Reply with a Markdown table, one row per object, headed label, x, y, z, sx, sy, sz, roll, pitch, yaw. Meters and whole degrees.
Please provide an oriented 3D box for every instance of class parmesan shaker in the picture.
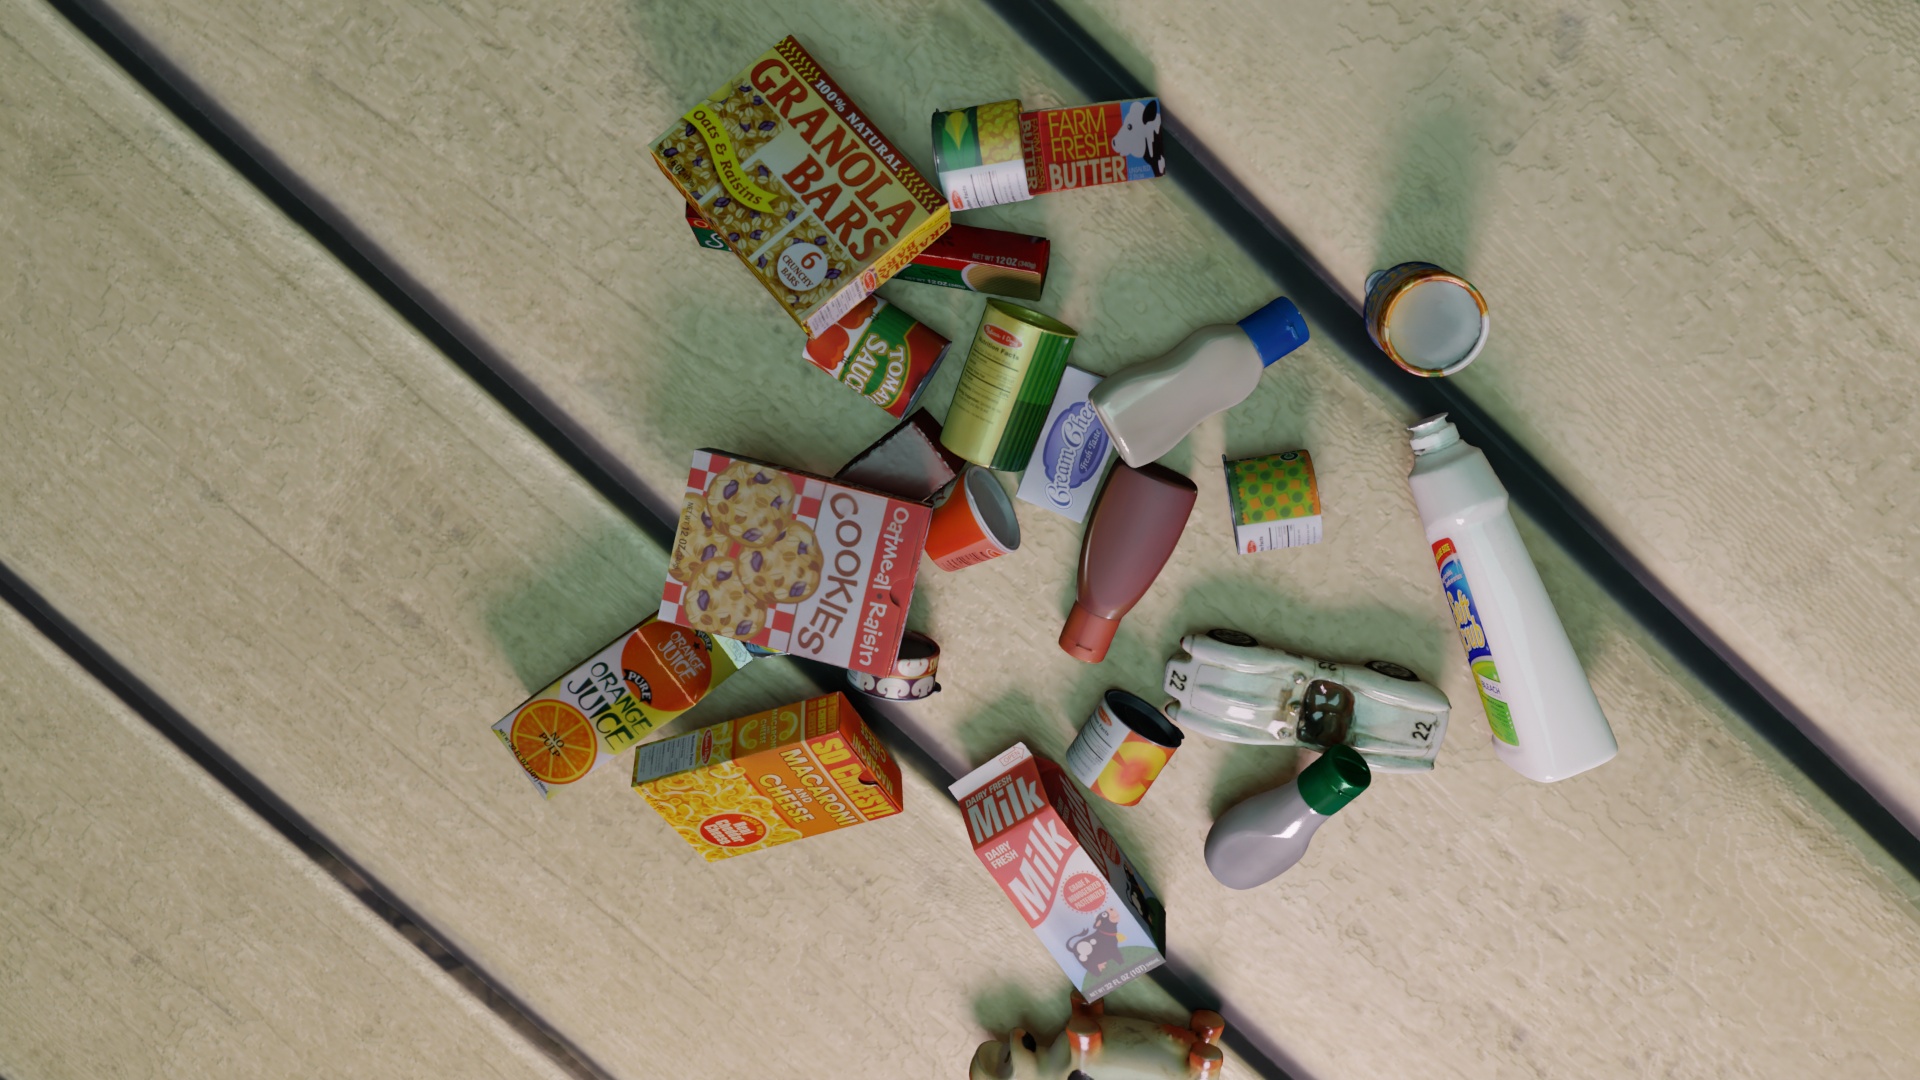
| label | x | y | z | sx | sy | sz | roll | pitch | yaw |
| --- | --- | --- | --- | --- | --- | --- | --- | --- | --- |
| parmesan shaker | 0.030 | -0.108 | 0.961 | 0.071 | 0.071 | 0.102 | 21 | 108 | 2 |

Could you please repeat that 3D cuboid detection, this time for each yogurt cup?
| label | x | y | z | sx | sy | sz | roll | pitch | yaw |
| --- | --- | --- | --- | --- | --- | --- | --- | --- | --- |
| yogurt cup | 0.004 | -0.012 | 0.991 | 0.054 | 0.073 | 0.072 | -27 | 100 | 22 |

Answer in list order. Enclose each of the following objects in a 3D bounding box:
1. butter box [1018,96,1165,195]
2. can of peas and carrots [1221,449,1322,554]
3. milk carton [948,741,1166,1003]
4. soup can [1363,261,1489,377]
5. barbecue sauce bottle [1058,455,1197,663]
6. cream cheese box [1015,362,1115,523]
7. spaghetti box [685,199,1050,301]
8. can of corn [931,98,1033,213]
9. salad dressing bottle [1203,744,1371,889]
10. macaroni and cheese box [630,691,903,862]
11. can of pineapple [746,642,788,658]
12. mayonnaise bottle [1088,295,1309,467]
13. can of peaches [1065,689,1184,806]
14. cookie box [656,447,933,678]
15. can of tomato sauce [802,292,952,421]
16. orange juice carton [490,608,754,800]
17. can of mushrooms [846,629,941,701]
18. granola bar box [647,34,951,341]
| label | x | y | z | sx | sy | sz | roll | pitch | yaw |
| --- | --- | --- | --- | --- | --- | --- | --- | --- | --- |
| butter box | 0.086 | -0.256 | 0.901 | 0.104 | 0.024 | 0.053 | -17 | 107 | -32 |
| can of peas and carrots | 0.214 | -0.029 | 0.956 | 0.059 | 0.071 | 0.070 | -9 | 104 | 10 |
| milk carton | 0.073 | 0.242 | 1.045 | 0.072 | 0.074 | 0.190 | -35 | 98 | 15 |
| soup can | 0.299 | -0.146 | 0.902 | 0.071 | 0.084 | 0.071 | 2 | 106 | 8 |
| barbecue sauce bottle | 0.113 | 0.016 | 0.993 | 0.065 | 0.044 | 0.148 | 22 | 108 | 1 |
| cream cheese box | 0.081 | -0.069 | 0.984 | 0.053 | 0.024 | 0.103 | 21 | 107 | 3 |
| spaghetti box | -0.064 | -0.205 | 0.952 | 0.250 | 0.050 | 0.029 | 10 | 77 | 5 |
| can of corn | 0.016 | -0.257 | 0.921 | 0.058 | 0.071 | 0.071 | -7 | 104 | 9 |
| salad dressing bottle | 0.234 | 0.199 | 0.998 | 0.064 | 0.044 | 0.147 | 24 | 132 | -16 |
| macaroni and cheese box | -0.142 | 0.181 | 1.046 | 0.166 | 0.040 | 0.123 | -16 | 136 | 12 |
| can of pineapple | -0.130 | 0.048 | 1.022 | 0.071 | 0.071 | 0.057 | -7 | 104 | 10 |
| mayonnaise bottle | 0.163 | -0.112 | 0.939 | 0.148 | 0.041 | 0.064 | -31 | 116 | 2 |
| can of peaches | 0.121 | 0.153 | 1.019 | 0.071 | 0.071 | 0.058 | 31 | 107 | -1 |
| cookie box | -0.113 | 0.015 | 0.960 | 0.167 | 0.040 | 0.122 | 14 | 96 | 5 |
| can of tomato sauce | -0.059 | -0.131 | 0.963 | 0.083 | 0.071 | 0.071 | 33 | 107 | -1 |
| orange juice carton | -0.252 | 0.111 | 1.054 | 0.192 | 0.073 | 0.071 | -33 | 97 | 14 |
| can of mushrooms | -0.047 | 0.091 | 1.025 | 0.071 | 0.071 | 0.033 | 11 | 106 | 5 |
| granola bar box | -0.105 | -0.234 | 0.913 | 0.124 | 0.039 | 0.166 | -40 | 79 | -6 |
